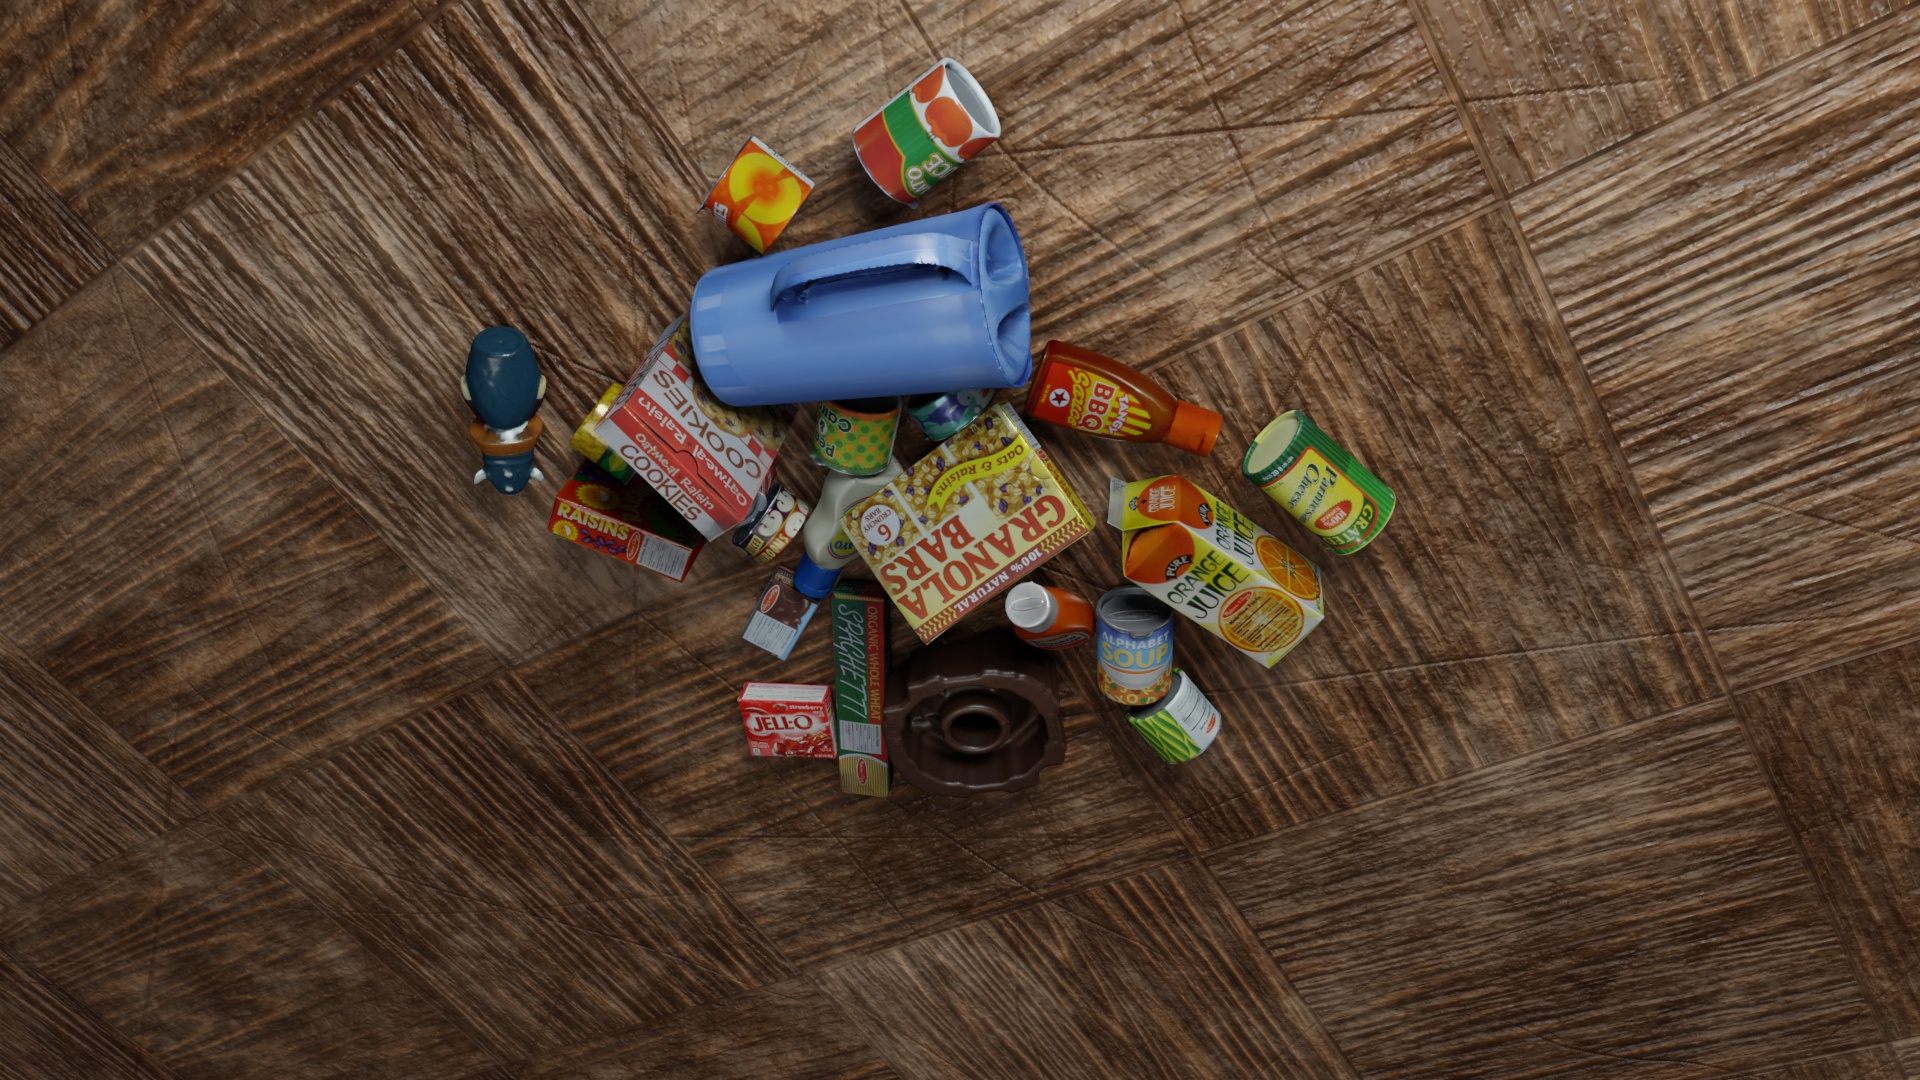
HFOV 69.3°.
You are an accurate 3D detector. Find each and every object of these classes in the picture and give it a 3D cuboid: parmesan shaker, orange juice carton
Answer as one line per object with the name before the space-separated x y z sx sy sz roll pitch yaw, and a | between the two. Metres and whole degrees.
parmesan shaker | 0.276 -0.043 1.084 0.103 0.072 0.071 37 123 -15
orange juice carton | 0.199 0.015 1.136 0.192 0.072 0.072 32 124 -12

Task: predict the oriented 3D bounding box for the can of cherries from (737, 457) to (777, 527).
can of cherries | -0.191 -0.052 1.175 0.071 0.059 0.071 5 124 8

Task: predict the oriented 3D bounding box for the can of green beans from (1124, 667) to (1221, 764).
can of green beans | 0.189 0.156 1.239 0.071 0.071 0.057 -31 113 28

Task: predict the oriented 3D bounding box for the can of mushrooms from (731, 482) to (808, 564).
can of mushrooms | -0.163 -0.012 1.189 0.033 0.071 0.070 40 122 -18

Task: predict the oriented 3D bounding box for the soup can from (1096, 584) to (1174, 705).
soup can | 0.151 0.092 1.200 0.071 0.072 0.083 2 125 10

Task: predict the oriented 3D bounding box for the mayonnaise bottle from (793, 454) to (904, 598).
mayonnaise bottle | -0.101 -0.012 1.185 0.065 0.041 0.147 -7 140 -39

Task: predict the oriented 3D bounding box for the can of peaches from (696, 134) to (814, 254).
can of peaches | -0.150 -0.252 1.021 0.058 0.071 0.071 35 124 -15

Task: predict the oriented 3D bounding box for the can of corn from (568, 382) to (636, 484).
can of corn | -0.283 -0.091 1.160 0.058 0.071 0.071 37 123 -14

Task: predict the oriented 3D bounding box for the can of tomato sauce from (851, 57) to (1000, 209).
can of tomato sauce | -0.022 -0.285 0.974 0.083 0.071 0.071 -30 114 27

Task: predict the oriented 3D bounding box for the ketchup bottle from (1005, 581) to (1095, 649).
ketchup bottle | 0.071 0.062 1.156 0.065 0.148 0.043 -11 77 13

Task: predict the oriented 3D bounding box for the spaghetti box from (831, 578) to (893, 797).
spaghetti box | -0.091 0.143 1.308 0.050 0.029 0.248 6 125 7

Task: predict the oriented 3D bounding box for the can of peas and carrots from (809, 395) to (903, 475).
can of peas and carrots | -0.085 -0.094 1.118 0.071 0.071 0.058 15 125 0

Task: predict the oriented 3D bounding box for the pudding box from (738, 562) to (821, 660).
pudding box | -0.162 0.066 1.268 0.049 0.030 0.083 28 125 -7

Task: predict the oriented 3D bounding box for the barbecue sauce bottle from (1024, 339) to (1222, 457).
barbecue sauce bottle | 0.128 -0.105 1.084 0.148 0.044 0.064 18 124 -2

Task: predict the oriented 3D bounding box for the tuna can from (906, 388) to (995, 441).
tuna can | -0.010 -0.111 1.093 0.071 0.071 0.032 -28 114 27

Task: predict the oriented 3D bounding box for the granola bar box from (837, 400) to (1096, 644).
granola bar box | 0.004 -0.014 1.105 0.165 0.039 0.124 -36 89 14

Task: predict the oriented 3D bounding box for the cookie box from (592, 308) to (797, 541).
cookie box | -0.200 -0.094 1.079 0.040 0.168 0.122 -33 113 28

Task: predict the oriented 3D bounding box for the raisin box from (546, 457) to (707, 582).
raisin box | -0.281 -0.020 1.197 0.123 0.086 0.040 22 120 -5
